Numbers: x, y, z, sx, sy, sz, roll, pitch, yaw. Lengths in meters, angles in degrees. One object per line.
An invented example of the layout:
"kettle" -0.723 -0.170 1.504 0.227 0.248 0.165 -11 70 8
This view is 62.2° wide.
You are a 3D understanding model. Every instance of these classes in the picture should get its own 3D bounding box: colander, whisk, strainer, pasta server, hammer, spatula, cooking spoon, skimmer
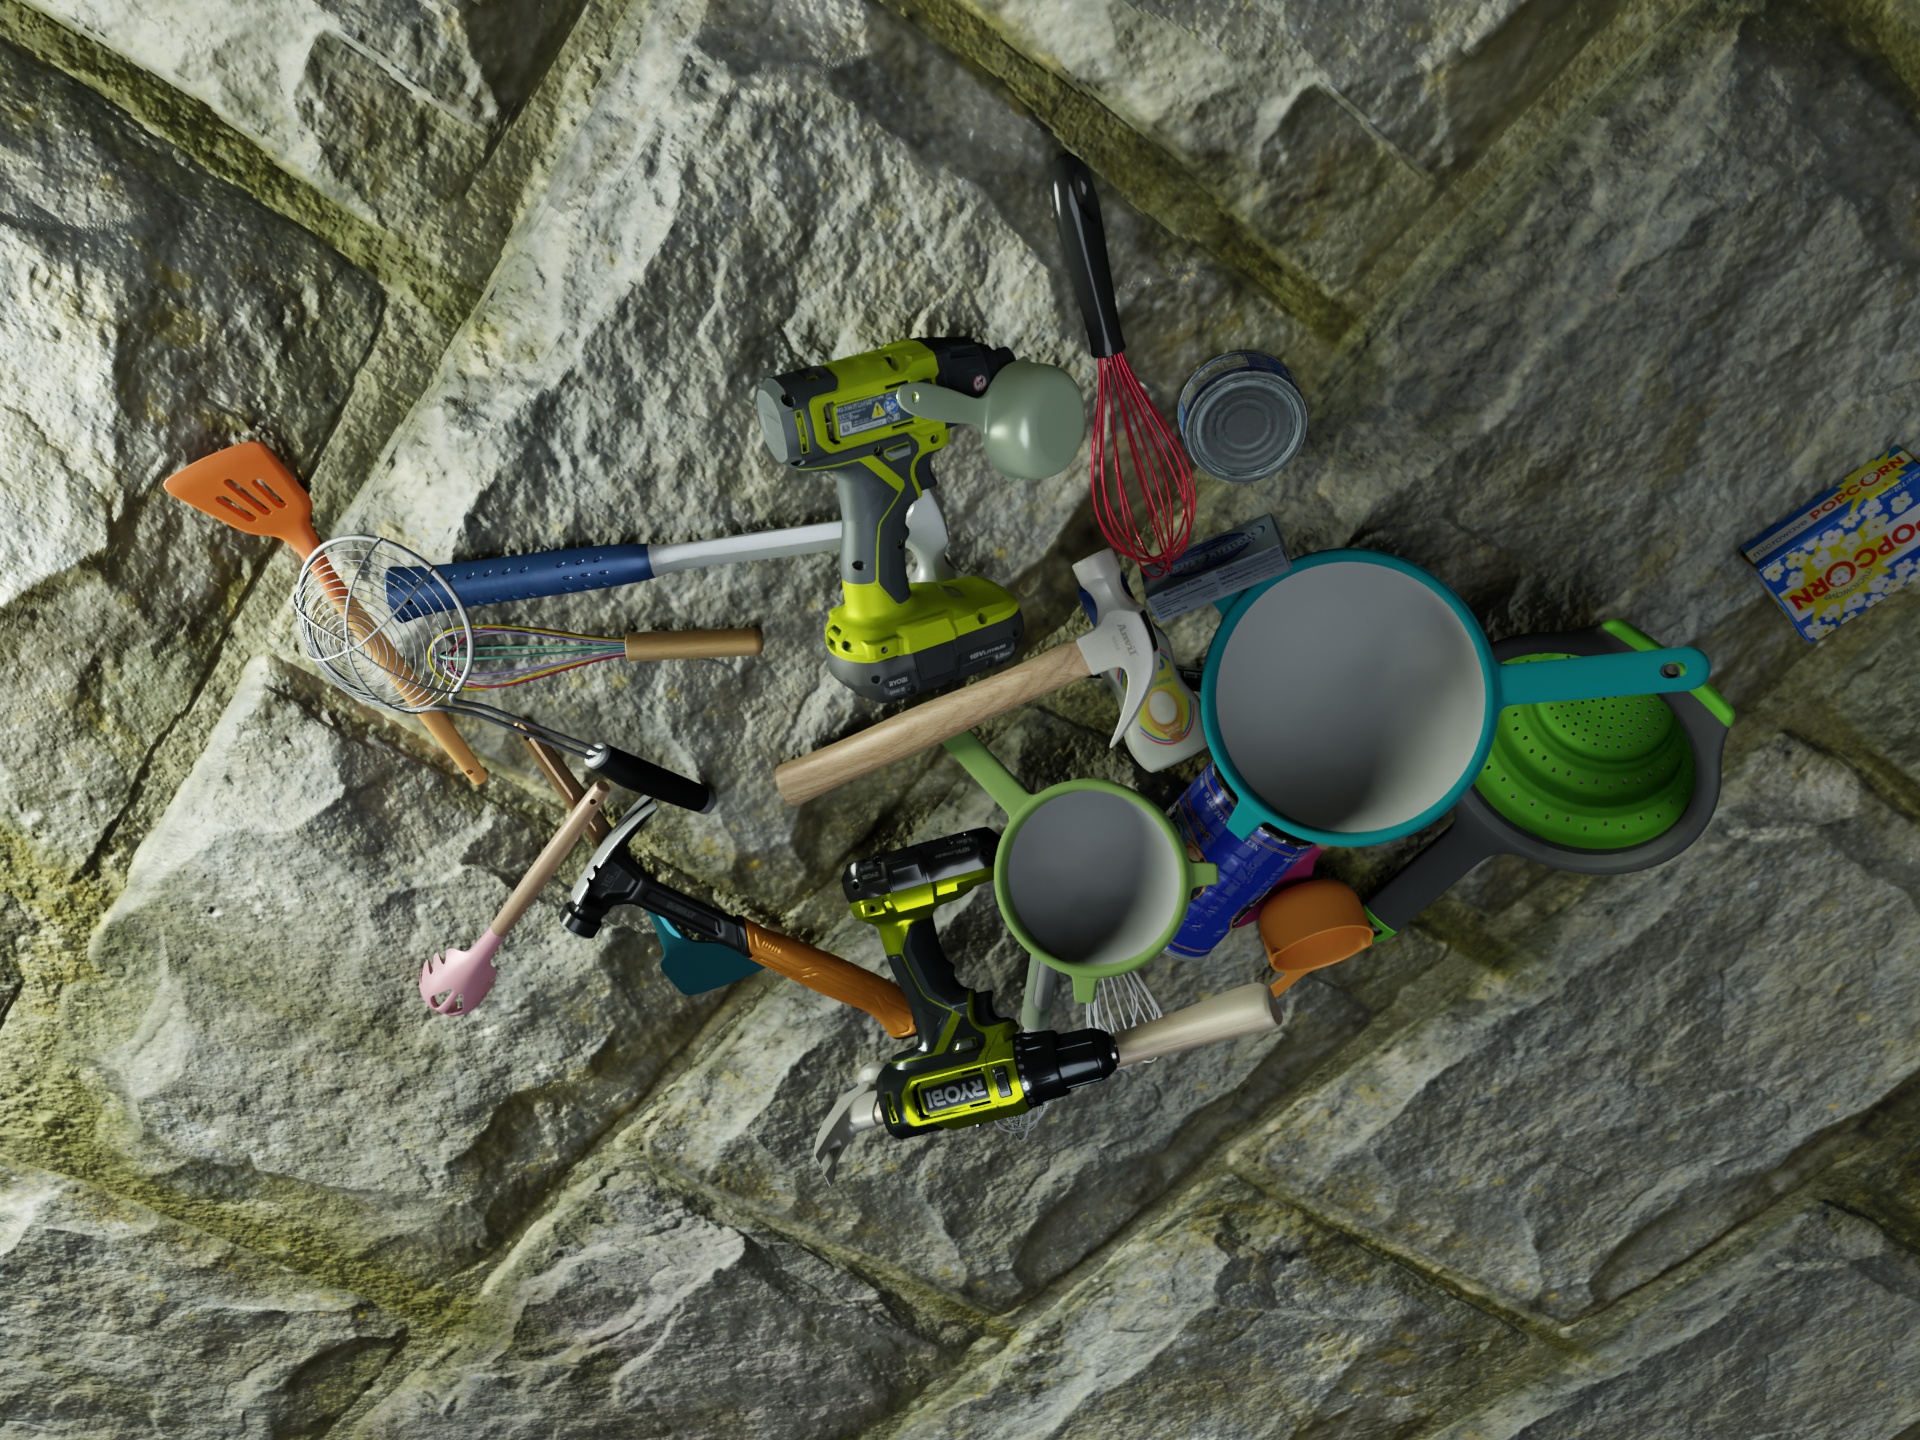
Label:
"colander" 0.434 0.052 1.237 0.204 0.094 0.397 41 139 8
"whisk" 0.103 -0.228 1.059 0.073 0.073 0.295 -13 118 8
"strainer" 0.345 -0.023 1.126 0.340 0.095 0.211 -5 90 27
"pasta server" -0.367 0.151 1.310 0.060 0.040 0.316 30 121 -19
"whisk" 0.064 0.273 1.406 0.057 0.059 0.246 -2 121 -15
"hammer" -0.002 -0.004 1.187 0.331 0.031 0.130 -24 94 27
"hammer" 0.067 0.294 1.321 0.410 0.146 0.038 -20 103 23
"whisk" -0.269 -0.051 1.182 0.245 0.051 0.047 -3 90 -5
"spatula" -0.443 -0.067 1.167 0.081 0.041 0.322 -21 123 12
"strainer" 0.070 0.080 1.227 0.256 0.069 0.151 46 105 12
"whisk" 0.118 0.182 1.342 0.070 0.070 0.284 -14 118 8
"cooking spoon" 0.301 0.082 1.258 0.068 0.017 0.318 6 141 -32
"skimmer" -0.308 -0.019 1.149 0.127 0.090 0.363 -25 148 26
"hammer" -0.157 0.182 1.329 0.336 0.034 0.127 31 97 -27
"spatula" -0.272 0.118 1.309 0.082 0.044 0.317 -22 117 14
"hammer" -0.211 -0.121 1.137 0.405 0.035 0.144 -7 125 4

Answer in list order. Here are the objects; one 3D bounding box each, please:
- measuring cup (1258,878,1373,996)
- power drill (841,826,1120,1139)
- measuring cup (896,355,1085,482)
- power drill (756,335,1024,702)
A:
"measuring cup" 0.280 0.190 1.354 0.095 0.052 0.173 -3 150 -20
"power drill" 0.011 0.205 1.264 0.190 0.080 0.228 -16 86 9
"measuring cup" 0.024 -0.193 1.000 0.038 0.167 0.083 12 99 35
"power drill" -0.031 -0.138 1.060 0.171 0.080 0.223 -19 121 -19
